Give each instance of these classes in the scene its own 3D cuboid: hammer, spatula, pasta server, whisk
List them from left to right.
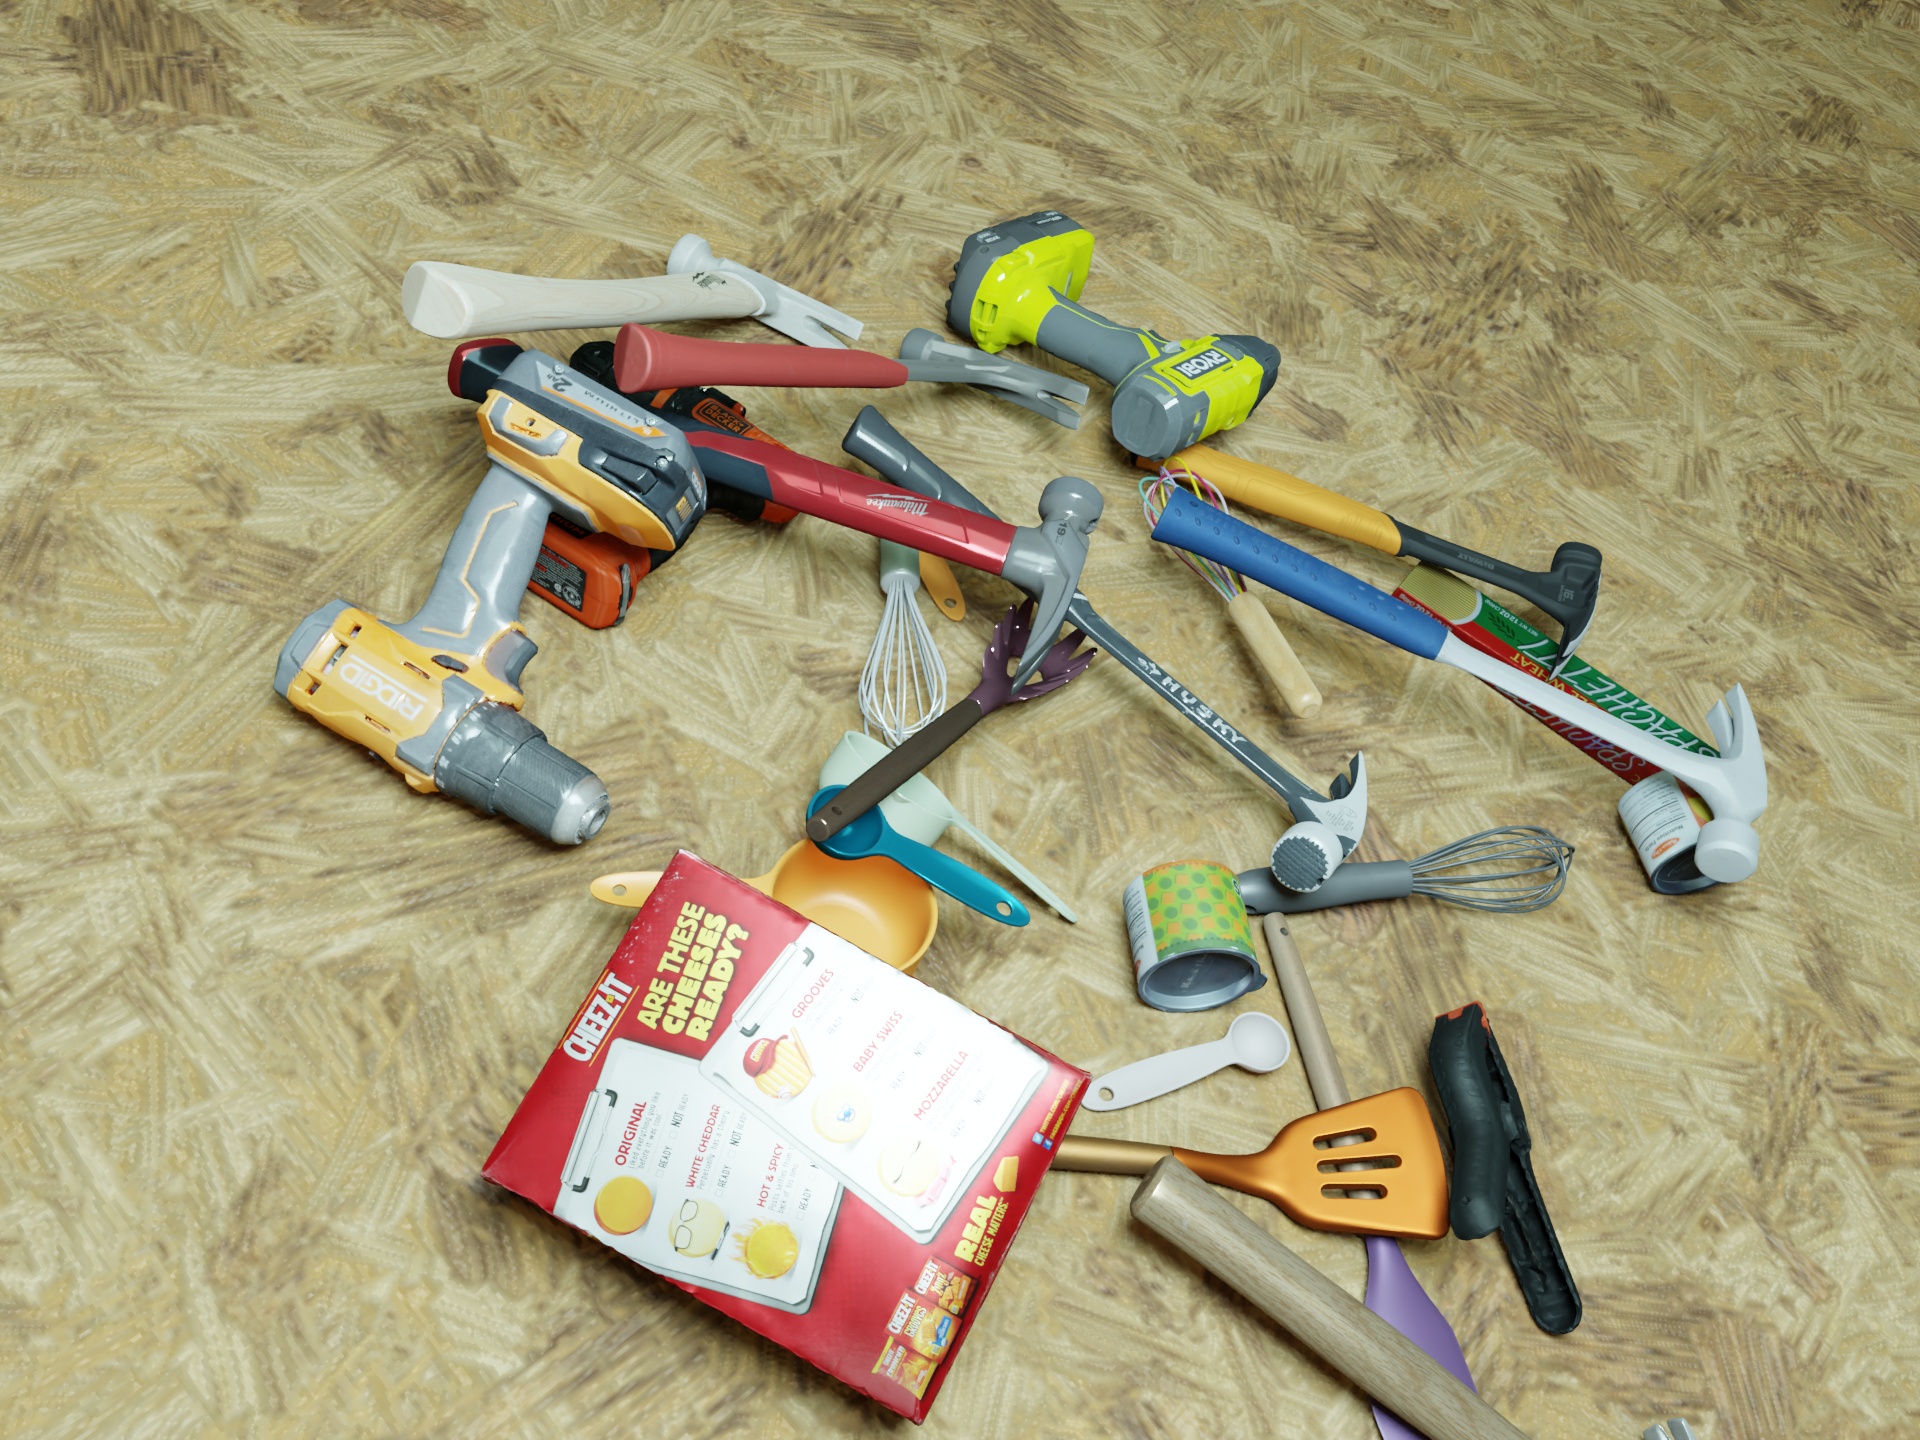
[{"bbox_3d":[-0.188,-0.248,0.956,0.146,0.038,0.411,28,21,7],"label":"hammer"},{"bbox_3d":[-0.118,-0.133,0.918,0.386,0.038,0.143,18,57,3],"label":"hammer"},{"bbox_3d":[-0.068,-0.215,0.986,0.149,0.036,0.359,27,23,28],"label":"hammer"},{"bbox_3d":[-0.036,-0.078,0.980,0.059,0.058,0.247,35,38,-38],"label":"whisk"},{"bbox_3d":[-0.001,-0.003,0.877,0.060,0.040,0.316,39,29,8],"label":"pasta server"},{"bbox_3d":[0.083,-0.061,0.971,0.409,0.036,0.149,41,30,12],"label":"hammer"},{"bbox_3d":[0.083,0.212,0.788,0.322,0.041,0.081,8,51,-11],"label":"spatula"},{"bbox_3d":[0.176,-0.093,1.042,0.051,0.047,0.245,15,37,-34],"label":"whisk"},{"bbox_3d":[0.276,-0.134,1.113,0.337,0.034,0.127,22,45,11],"label":"hammer"},{"bbox_3d":[0.205,0.239,0.822,0.059,0.018,0.316,2,52,-18],"label":"spatula"},{"bbox_3d":[0.260,0.094,0.946,0.239,0.055,0.055,-3,53,-15],"label":"whisk"},{"bbox_3d":[0.222,0.314,0.738,0.331,0.031,0.130,37,51,6],"label":"hammer"},{"bbox_3d":[0.311,-0.045,0.995,0.405,0.035,0.144,27,49,5],"label":"hammer"}]

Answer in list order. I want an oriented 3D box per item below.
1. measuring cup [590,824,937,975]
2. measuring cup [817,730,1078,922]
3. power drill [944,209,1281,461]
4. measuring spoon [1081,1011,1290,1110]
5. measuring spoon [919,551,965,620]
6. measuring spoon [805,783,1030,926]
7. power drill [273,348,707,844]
[{"bbox_3d":[-0.101,0.103,0.808,0.173,0.052,0.095,5,51,-12],"label":"measuring cup"},{"bbox_3d":[-0.008,0.071,0.874,0.167,0.038,0.083,39,9,-10],"label":"measuring cup"},{"bbox_3d":[0.115,-0.282,1.160,0.223,0.080,0.171,38,46,22],"label":"power drill"},{"bbox_3d":[0.118,0.186,0.842,0.124,0.018,0.034,-13,57,-20],"label":"measuring spoon"},{"bbox_3d":[-0.025,-0.109,1.037,0.021,0.011,0.117,-17,62,-21],"label":"measuring spoon"},{"bbox_3d":[-0.023,0.076,0.814,0.128,0.021,0.042,30,48,-6],"label":"measuring spoon"},{"bbox_3d":[-0.222,-0.060,0.836,0.185,0.084,0.226,30,78,9],"label":"power drill"}]
